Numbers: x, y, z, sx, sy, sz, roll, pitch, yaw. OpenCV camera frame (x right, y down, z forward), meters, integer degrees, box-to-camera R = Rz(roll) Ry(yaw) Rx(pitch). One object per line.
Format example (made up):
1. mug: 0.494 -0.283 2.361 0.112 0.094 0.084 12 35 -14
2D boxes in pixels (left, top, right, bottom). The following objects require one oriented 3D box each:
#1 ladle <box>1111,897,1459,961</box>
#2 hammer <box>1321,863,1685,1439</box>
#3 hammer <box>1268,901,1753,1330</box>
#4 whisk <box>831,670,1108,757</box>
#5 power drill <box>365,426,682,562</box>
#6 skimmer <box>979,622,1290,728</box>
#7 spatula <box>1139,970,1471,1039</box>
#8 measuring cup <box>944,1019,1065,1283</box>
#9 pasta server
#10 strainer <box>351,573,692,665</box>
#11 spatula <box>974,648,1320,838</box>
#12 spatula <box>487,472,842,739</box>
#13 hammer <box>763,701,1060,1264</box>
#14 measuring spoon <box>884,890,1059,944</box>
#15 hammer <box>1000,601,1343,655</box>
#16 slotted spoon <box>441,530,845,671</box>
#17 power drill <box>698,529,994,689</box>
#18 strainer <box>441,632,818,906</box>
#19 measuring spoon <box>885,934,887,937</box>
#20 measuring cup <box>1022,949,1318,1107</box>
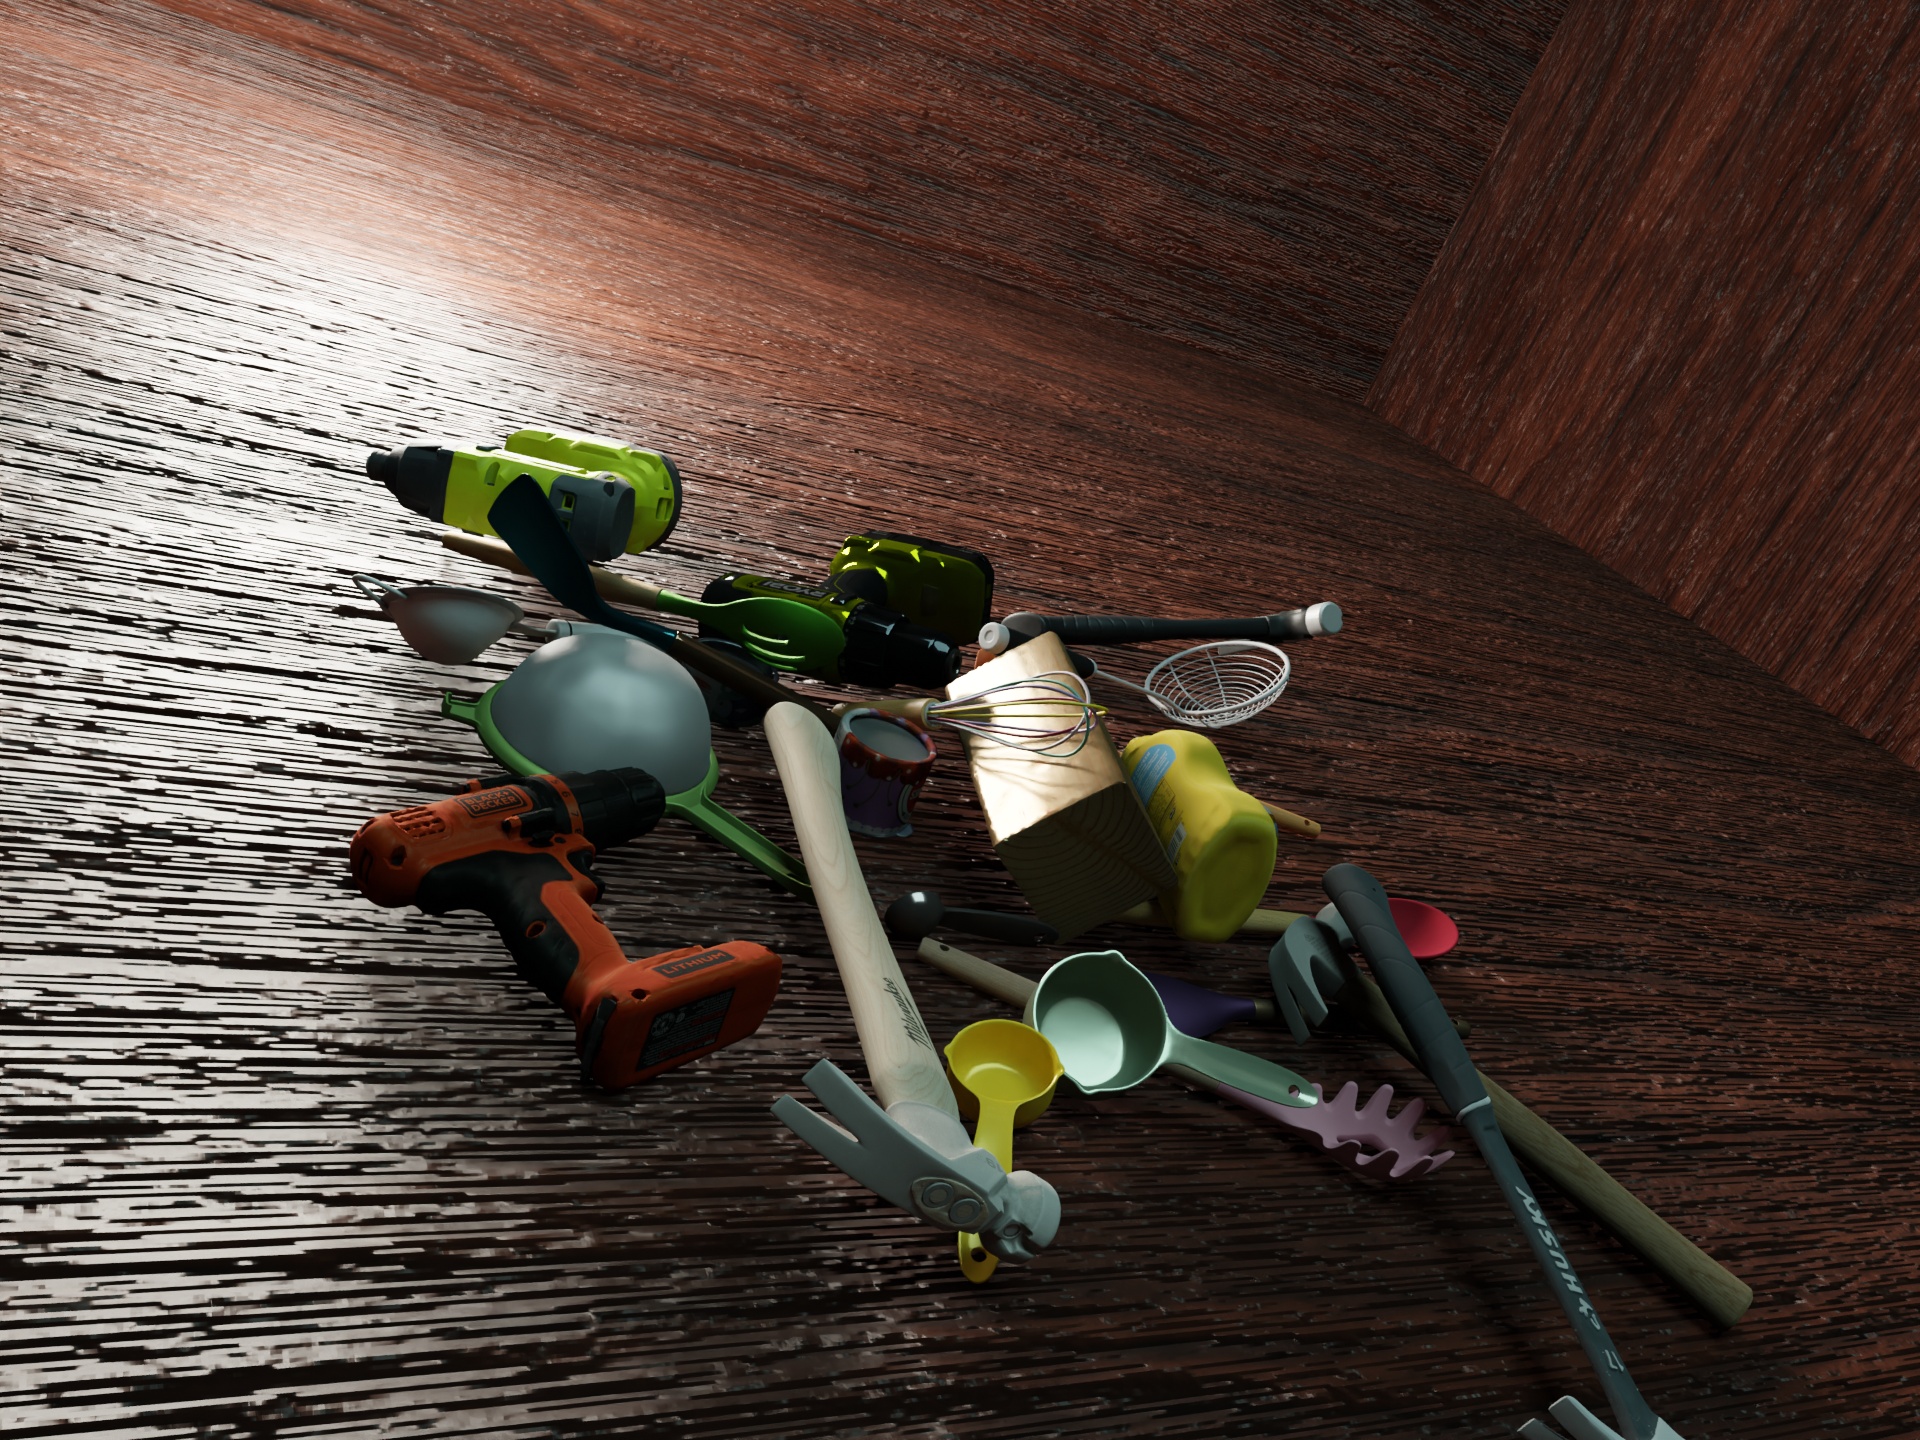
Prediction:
1. ladle: 0.221 0.140 1.103 0.315 0.031 0.069 8 26 -29
2. hammer: 0.284 0.227 0.868 0.149 0.036 0.409 24 29 -29
3. hammer: 0.323 0.237 0.961 0.331 0.031 0.130 41 32 24
4. whisk: 0.000 -0.003 1.038 0.245 0.051 0.047 -2 19 47
5. power drill: -0.293 -0.162 1.111 0.171 0.080 0.223 13 10 3
6. skimmer: 0.143 -0.059 1.302 0.127 0.090 0.363 13 -2 41
7. spatula: 0.203 0.186 0.999 0.315 0.018 0.060 10 32 -28
8. measuring cup: 0.015 0.210 0.769 0.062 0.029 0.157 9 37 2
9. pasta server: 0.123 0.187 0.898 0.316 0.040 0.060 24 26 2
10. strainer: -0.266 -0.055 1.029 0.087 0.050 0.258 -15 -13 43
11. spatula: 0.146 0.035 1.234 0.322 0.041 0.081 19 51 -16
12. spatula: -0.158 -0.048 1.019 0.317 0.082 0.044 30 61 -23
13. hammer: -0.064 0.093 0.821 0.146 0.038 0.411 40 12 -31
14. measuring spoon: 0.011 0.124 0.937 0.124 0.034 0.018 14 35 -33
15. hammer: 0.183 -0.084 1.474 0.334 0.035 0.146 -3 -4 -31
16. slotted spoon: -0.223 -0.086 1.076 0.314 0.070 0.031 17 58 20
17. power drill: -0.060 -0.079 1.190 0.190 0.080 0.228 13 19 19
18. strainer: -0.168 0.017 0.938 0.256 0.069 0.151 32 24 21
19. measuring spoon: -0.038 0.152 0.857 0.021 0.011 0.117 13 30 -28
20. measuring cup: 0.112 0.183 0.862 0.167 0.038 0.083 21 58 -7
